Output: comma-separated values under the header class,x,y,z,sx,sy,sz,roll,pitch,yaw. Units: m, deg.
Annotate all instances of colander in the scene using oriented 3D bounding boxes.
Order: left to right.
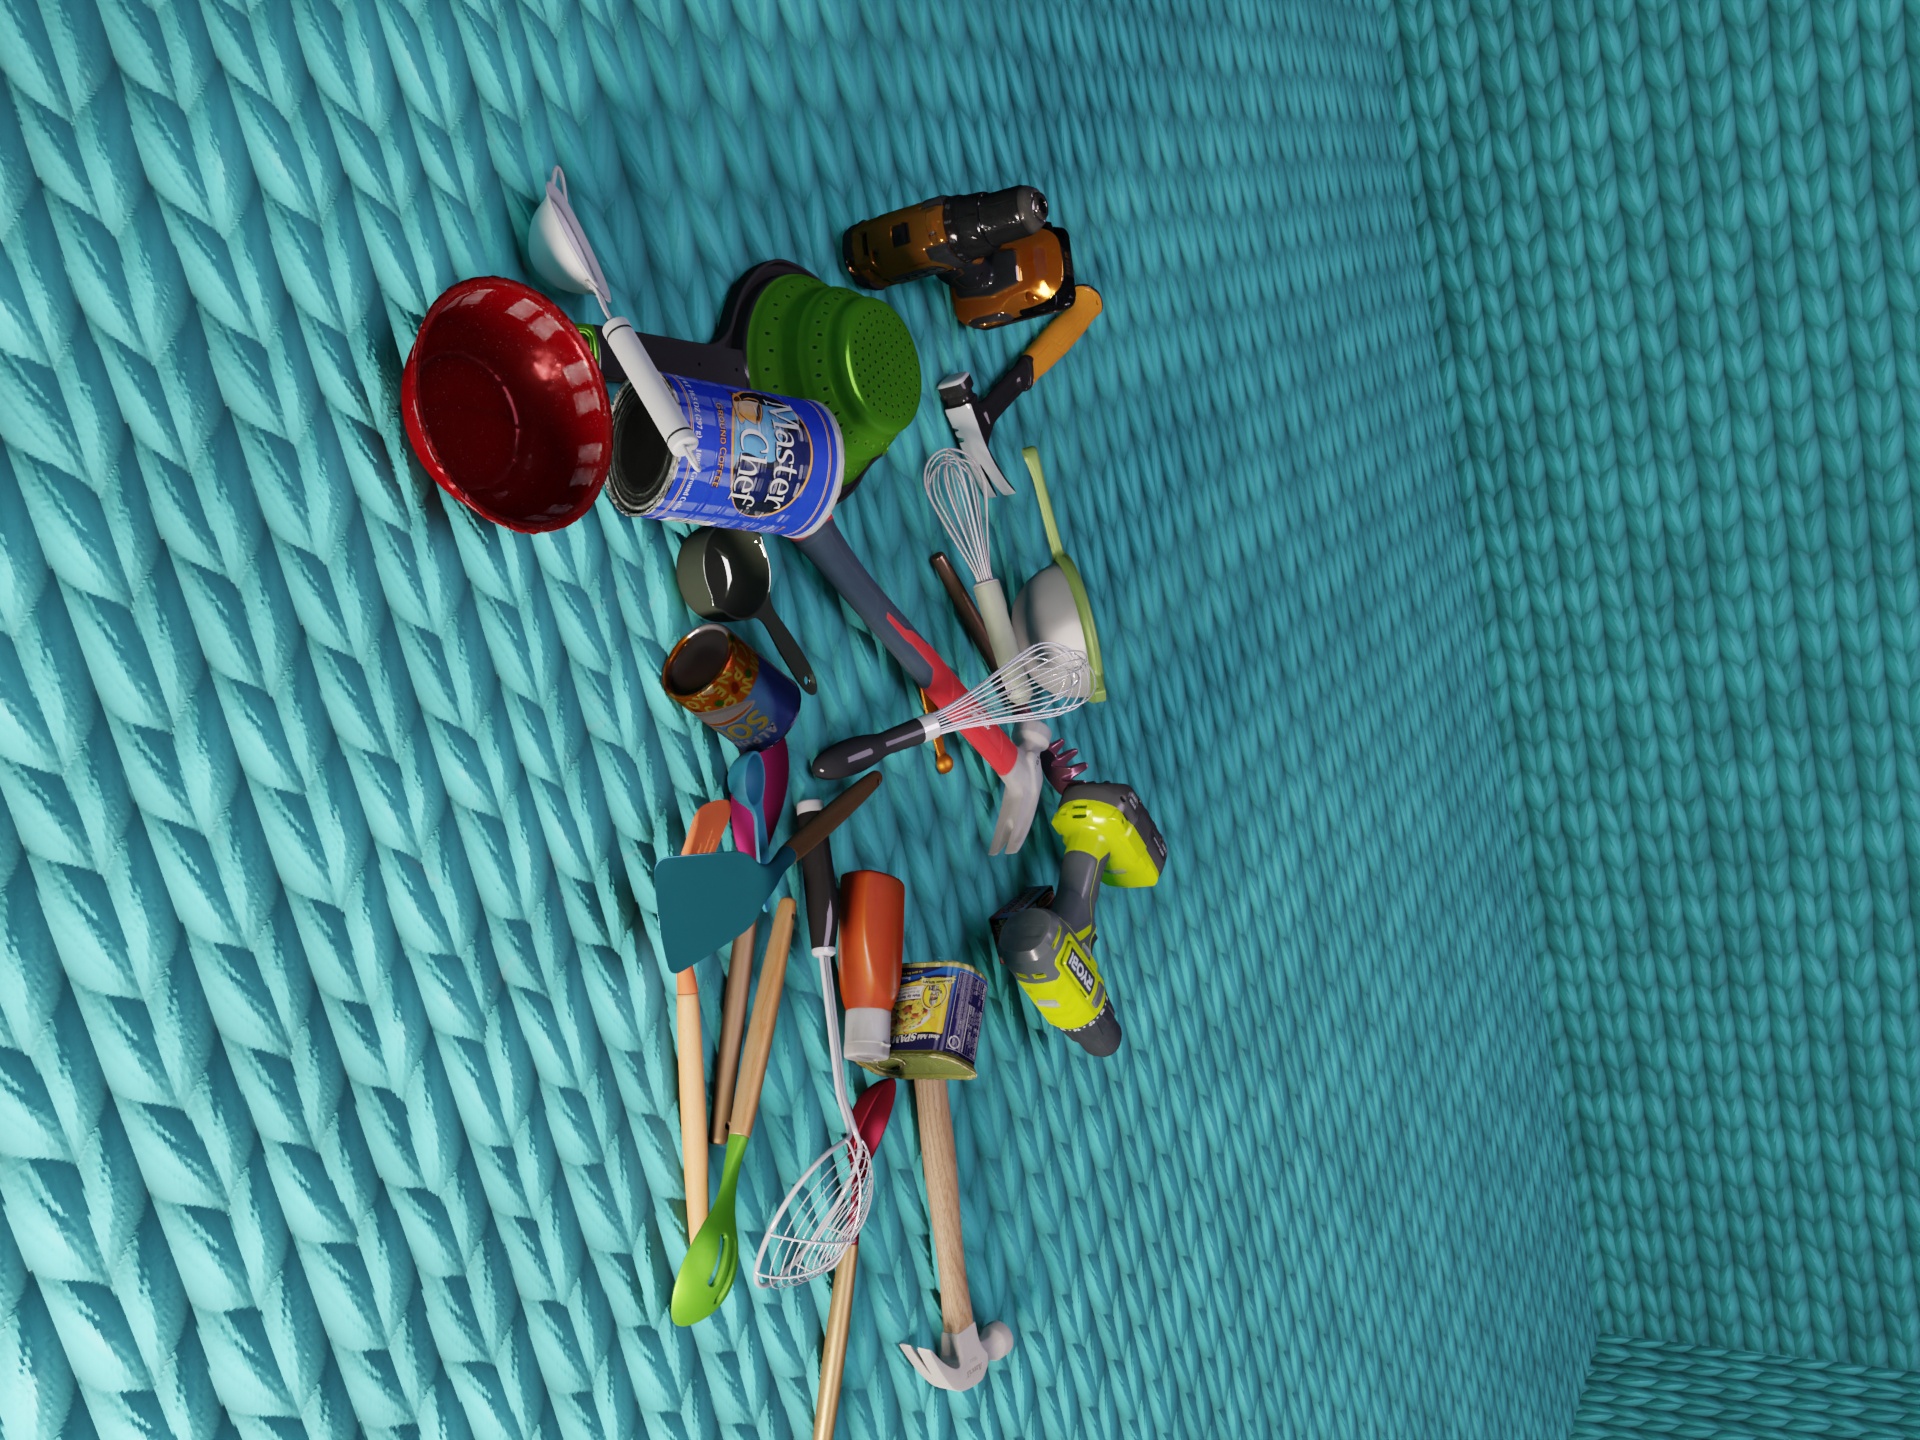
class,x,y,z,sx,sy,sz,roll,pitch,yaw
colander,-0.141,-0.274,1.225,0.397,0.094,0.204,-9,93,-57

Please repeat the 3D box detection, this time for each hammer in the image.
class,x,y,z,sx,sy,sz,roll,pitch,yaw
hammer,-0.036,-0.036,1.390,0.385,0.038,0.143,48,45,-39
hammer,-0.016,0.412,1.374,0.130,0.031,0.331,-8,92,-57
hammer,0.078,-0.359,1.630,0.337,0.034,0.127,-55,129,-45

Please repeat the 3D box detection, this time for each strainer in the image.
class,x,y,z,sx,sy,sz,roll,pitch,yaw
strainer,-0.233,-0.264,1.056,0.259,0.050,0.086,58,1,18
strainer,0.075,-0.134,1.542,0.151,0.069,0.256,-133,-152,-82

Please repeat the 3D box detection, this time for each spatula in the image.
class,x,y,z,sx,sy,sz,roll,pitch,yaw
spatula,-0.185,0.219,1.134,0.081,0.041,0.322,2,85,-82
spatula,-0.129,0.090,1.188,0.317,0.044,0.082,-41,128,-65

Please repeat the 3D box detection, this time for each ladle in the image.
class,x,y,z,sx,sy,sz,roll,pitch,yaw
ladle,-0.090,0.441,1.259,0.069,0.031,0.315,51,44,-68

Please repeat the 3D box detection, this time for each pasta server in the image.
class,x,y,z,sx,sy,sz,roll,pitch,yaw
pasta server,0.053,-0.038,1.542,0.316,0.040,0.060,60,12,-30

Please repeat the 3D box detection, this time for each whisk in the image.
class,x,y,z,sx,sy,sz,roll,pitch,yaw
whisk,-0.001,-0.003,1.354,0.284,0.070,0.070,-22,105,-28
whisk,0.022,-0.133,1.461,0.059,0.058,0.246,-17,89,-22

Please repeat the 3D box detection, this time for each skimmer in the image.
class,x,y,z,sx,sy,sz,roll,pitch,yaw
skimmer,-0.127,0.243,1.226,0.127,0.090,0.363,44,37,-69

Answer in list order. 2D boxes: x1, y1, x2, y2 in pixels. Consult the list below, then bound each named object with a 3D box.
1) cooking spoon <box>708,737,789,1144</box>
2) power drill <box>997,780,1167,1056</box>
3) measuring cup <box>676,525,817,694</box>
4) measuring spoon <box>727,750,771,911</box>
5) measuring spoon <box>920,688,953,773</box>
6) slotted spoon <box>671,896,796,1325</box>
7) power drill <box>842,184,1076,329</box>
class,x,y,z,sx,sy,sz,roll,pitch,yaw
cooking spoon,-0.161,0.156,1.199,0.068,0.017,0.319,31,60,-56
power drill,0.126,0.192,1.528,0.190,0.080,0.229,56,43,-37
measuring cup,-0.162,-0.079,1.219,0.167,0.038,0.083,60,40,-36
measuring spoon,-0.157,0.084,1.184,0.042,0.021,0.128,-58,147,-67
measuring spoon,-0.022,-0.008,1.444,0.021,0.011,0.117,-25,106,-56
slotted spoon,-0.155,0.275,1.151,0.070,0.031,0.314,62,33,-57
power drill,0.028,-0.420,1.429,0.226,0.185,0.084,-4,88,-60
